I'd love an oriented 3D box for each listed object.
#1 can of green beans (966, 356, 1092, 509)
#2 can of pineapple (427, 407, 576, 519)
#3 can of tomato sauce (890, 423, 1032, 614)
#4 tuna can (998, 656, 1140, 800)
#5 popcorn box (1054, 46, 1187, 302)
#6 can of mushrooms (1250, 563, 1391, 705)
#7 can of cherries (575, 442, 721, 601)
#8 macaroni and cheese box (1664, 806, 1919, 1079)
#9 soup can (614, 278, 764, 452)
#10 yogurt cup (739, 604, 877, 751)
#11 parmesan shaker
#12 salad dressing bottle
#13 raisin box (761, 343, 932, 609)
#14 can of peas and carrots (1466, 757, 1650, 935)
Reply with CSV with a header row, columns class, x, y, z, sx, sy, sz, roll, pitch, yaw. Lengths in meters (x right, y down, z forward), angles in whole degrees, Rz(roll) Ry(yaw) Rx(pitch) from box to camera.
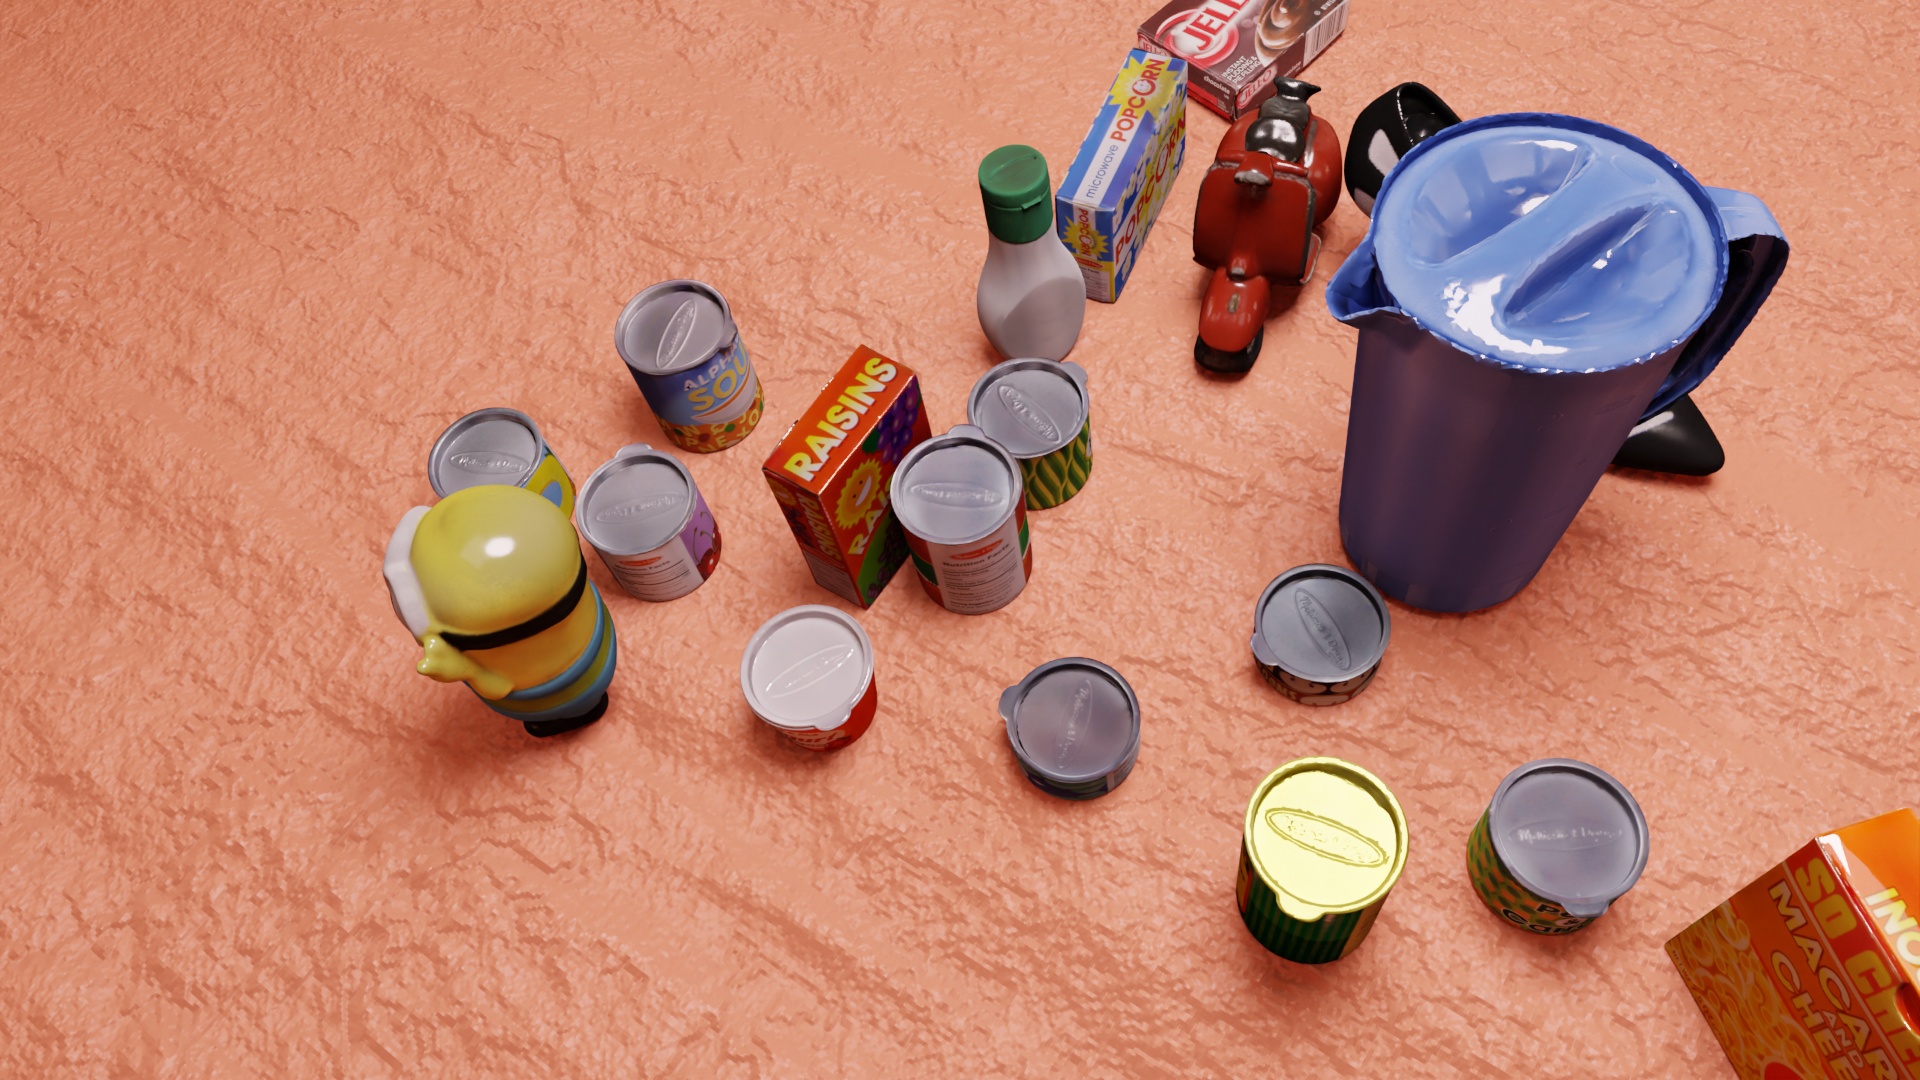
class,x,y,z,sx,sy,sz,roll,pitch,yaw
can of green beans,0.040,-0.059,0.770,0.071,0.057,0.071,-3,61,6
can of pineapple,-0.263,-0.032,0.797,0.071,0.057,0.071,-3,61,6
can of tomato sauce,0.003,-0.009,0.732,0.071,0.082,0.071,-3,61,6
tuna can,0.055,0.094,0.696,0.071,0.032,0.071,-3,60,6
popcorn box,0.098,-0.219,0.836,0.038,0.085,0.127,18,65,17
can of mushrooms,0.179,0.049,0.704,0.071,0.033,0.071,-3,60,6
can of cherries,-0.171,-0.010,0.771,0.071,0.058,0.072,-3,61,6
macaroni and cheese box,0.342,0.187,0.526,0.040,0.165,0.124,-19,60,-2
soup can,-0.152,-0.099,0.805,0.071,0.083,0.071,-3,61,6
yogurt cup,-0.074,0.074,0.713,0.072,0.053,0.073,-3,61,6
parmesan shaker,0.155,0.146,0.612,0.071,0.102,0.071,-3,61,6
salad dressing bottle,0.037,-0.155,0.773,0.064,0.147,0.044,-28,61,-8
raisin box,-0.051,-0.031,0.729,0.040,0.123,0.086,28,69,21
can of peas and carrots,0.267,0.141,0.625,0.071,0.058,0.071,-3,61,6
